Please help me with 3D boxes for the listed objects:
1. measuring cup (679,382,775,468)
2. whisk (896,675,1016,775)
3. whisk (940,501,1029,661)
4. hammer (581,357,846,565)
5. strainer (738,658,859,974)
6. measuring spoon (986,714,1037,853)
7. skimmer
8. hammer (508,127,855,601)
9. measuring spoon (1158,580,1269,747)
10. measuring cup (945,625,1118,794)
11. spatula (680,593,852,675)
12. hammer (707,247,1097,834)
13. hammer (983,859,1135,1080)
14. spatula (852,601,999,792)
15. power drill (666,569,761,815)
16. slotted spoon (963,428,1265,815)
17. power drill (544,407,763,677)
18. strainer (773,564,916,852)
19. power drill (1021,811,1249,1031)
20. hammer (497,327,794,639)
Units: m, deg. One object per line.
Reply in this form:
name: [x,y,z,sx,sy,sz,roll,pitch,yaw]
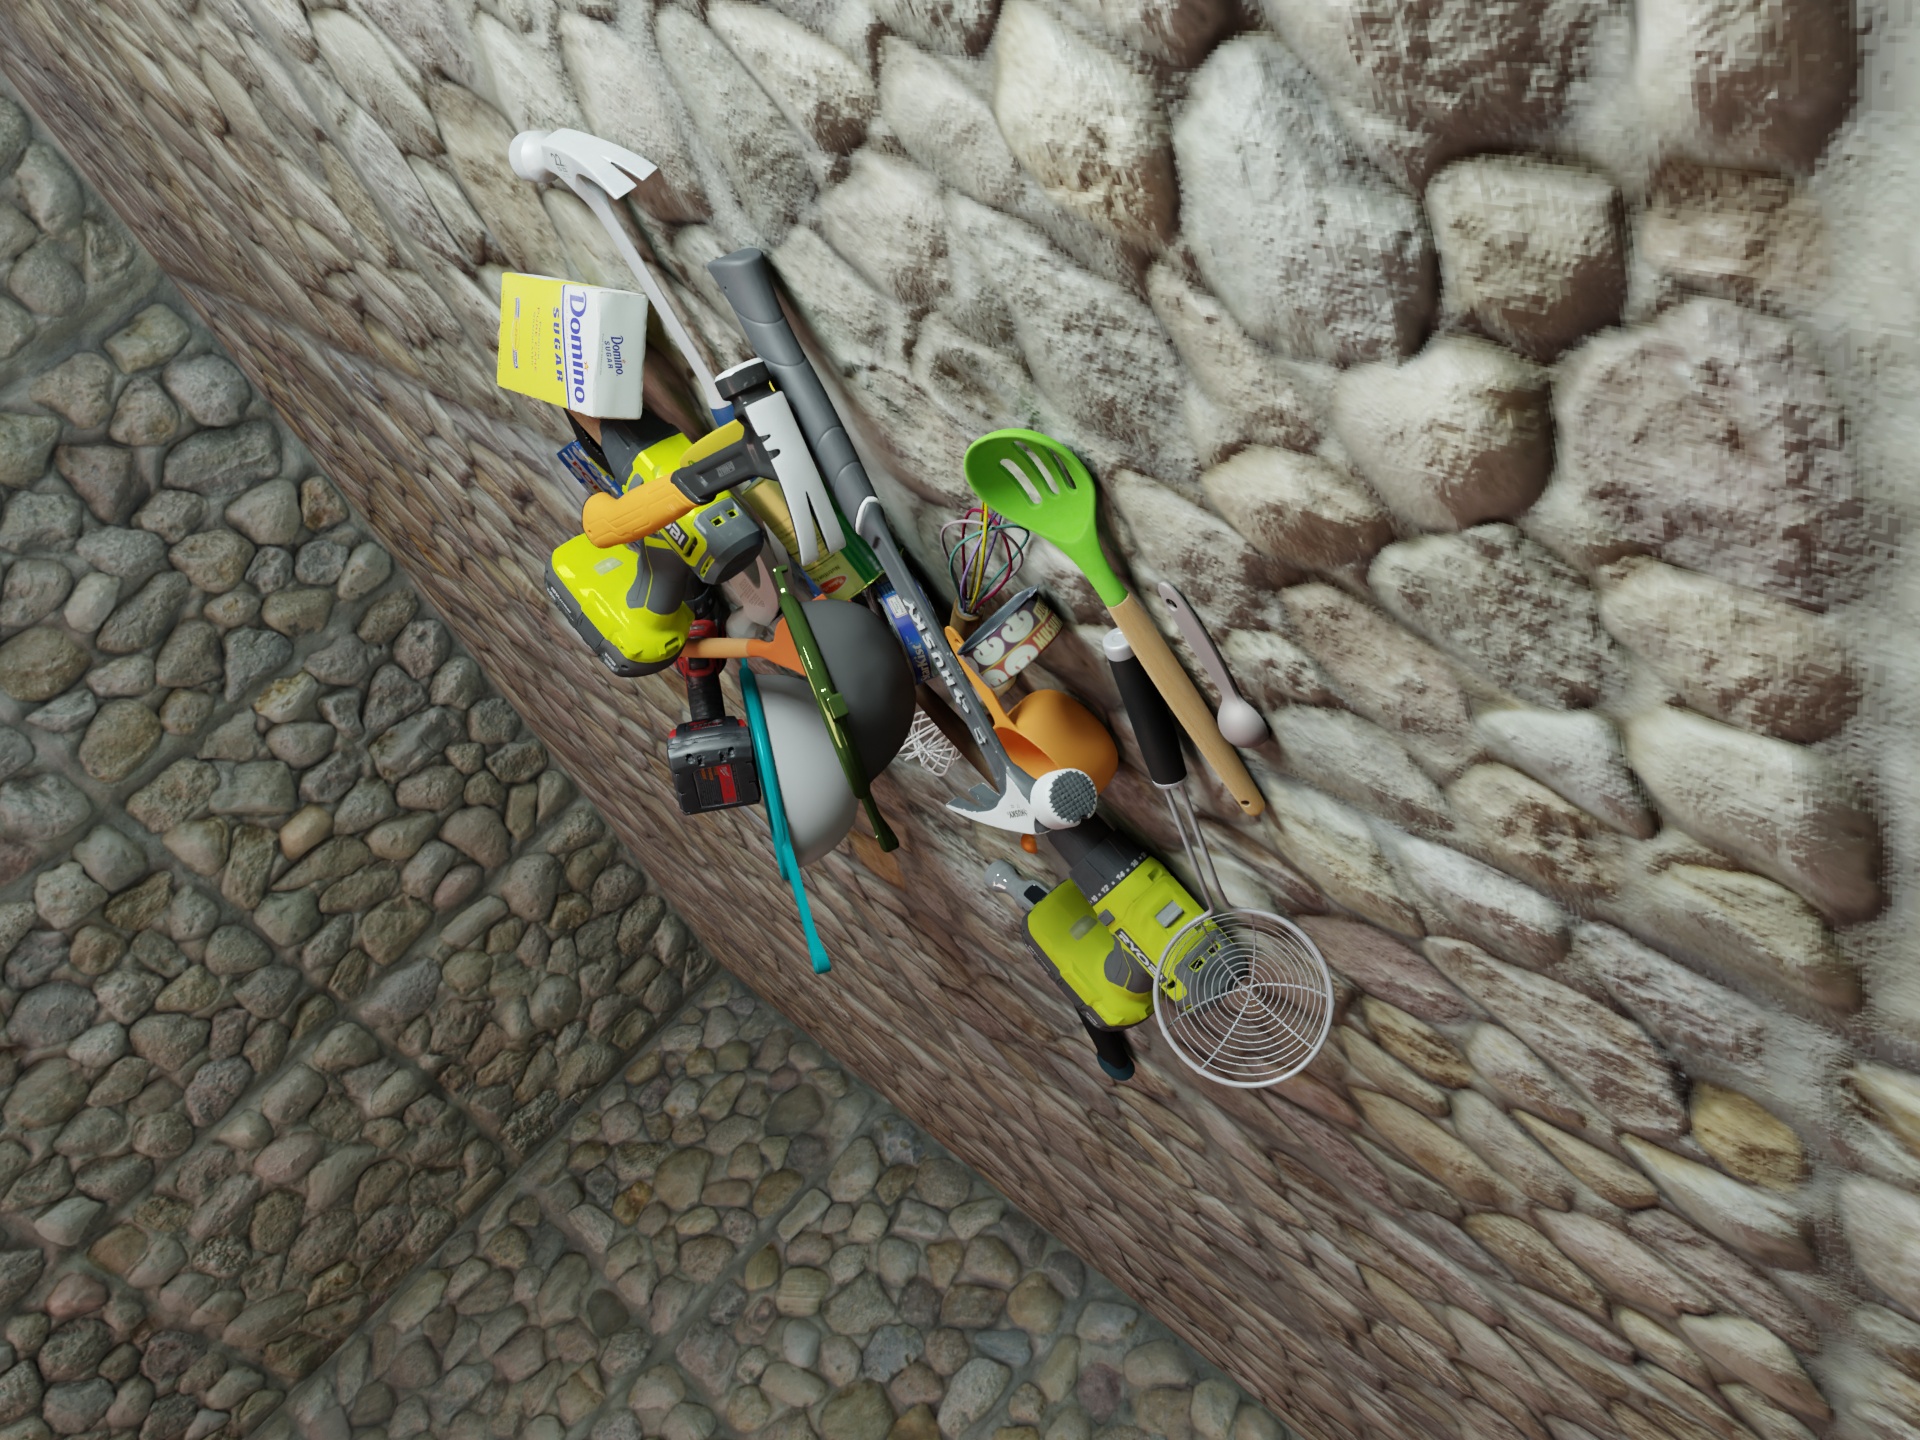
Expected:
measuring cup: [-0.154,-0.194,1.105,0.062,0.029,0.156,41,142,-27]
whisk: [-0.002,-0.004,1.253,0.246,0.059,0.058,135,118,-68]
whisk: [0.009,-0.088,1.067,0.047,0.051,0.245,64,169,12]
hammer: [-0.190,-0.151,1.105,0.337,0.034,0.127,-5,112,58]
strainer: [-0.132,0.088,1.501,0.210,0.095,0.341,88,166,-48]
measuring spoon: [0.037,0.051,1.261,0.021,0.011,0.117,140,111,-77]
skimmer: [0.157,0.100,1.053,0.127,0.090,0.362,-13,128,16]
hammer: [-0.175,-0.236,1.145,0.144,0.035,0.405,25,153,48]
measuring spoon: [0.142,-0.029,0.924,0.034,0.018,0.124,15,144,58]
measuring cup: [0.049,-0.012,1.113,0.095,0.052,0.173,15,143,57]
spatula: [-0.180,-0.066,1.348,0.323,0.041,0.081,4,130,53]
hammer: [-0.049,-0.109,0.996,0.409,0.036,0.149,62,156,-4]
hammer: [0.119,0.265,1.584,0.128,0.033,0.330,31,157,40]
spatula: [-0.025,-0.017,1.215,0.316,0.018,0.059,48,166,45]
power drill: [-0.251,-0.044,1.535,0.187,0.080,0.227,93,166,-58]
slotted spoon: [0.103,-0.053,0.939,0.070,0.031,0.313,-14,126,38]
power drill: [-0.262,-0.148,1.306,0.171,0.080,0.223,49,141,5]
strainer: [-0.058,0.007,1.138,0.256,0.069,0.152,72,174,-49]
power drill: [0.123,0.163,1.289,0.190,0.080,0.228,48,160,8]
hammer: [-0.263,-0.212,1.334,0.331,0.031,0.130,47,144,-4]
